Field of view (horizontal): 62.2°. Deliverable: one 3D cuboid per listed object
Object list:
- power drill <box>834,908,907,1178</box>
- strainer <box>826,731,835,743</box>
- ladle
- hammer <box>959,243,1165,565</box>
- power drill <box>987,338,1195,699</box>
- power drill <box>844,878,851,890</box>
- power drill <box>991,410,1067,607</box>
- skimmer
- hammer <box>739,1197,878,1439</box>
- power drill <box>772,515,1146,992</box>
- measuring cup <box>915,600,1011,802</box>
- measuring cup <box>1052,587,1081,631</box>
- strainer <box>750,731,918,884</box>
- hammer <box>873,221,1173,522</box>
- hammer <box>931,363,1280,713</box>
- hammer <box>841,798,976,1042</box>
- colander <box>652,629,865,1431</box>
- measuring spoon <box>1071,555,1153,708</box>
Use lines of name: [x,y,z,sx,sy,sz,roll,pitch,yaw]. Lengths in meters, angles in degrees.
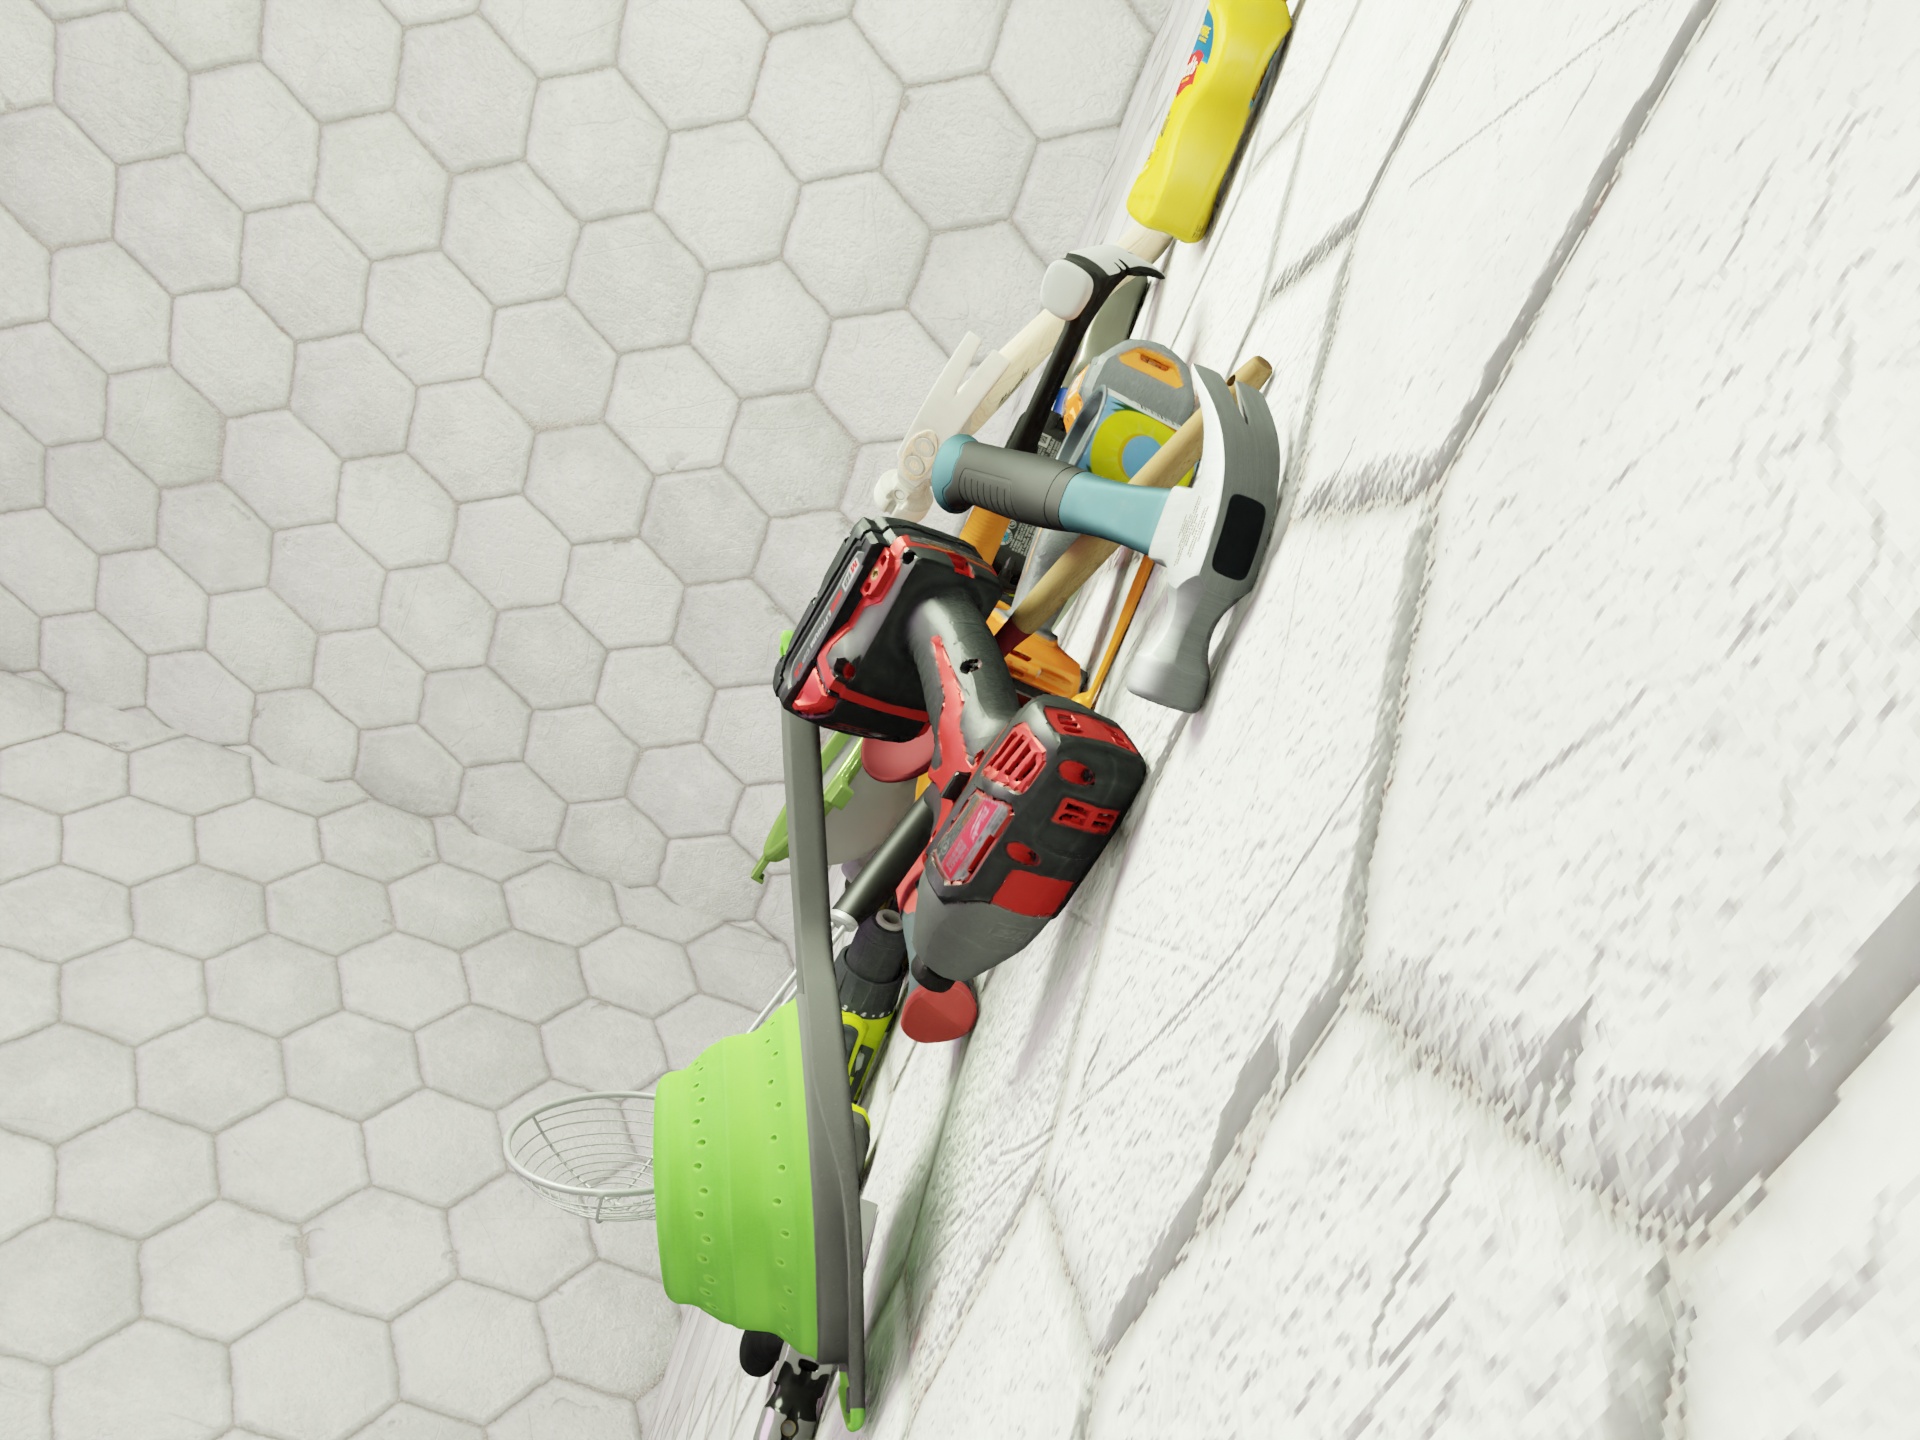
power drill: [-0.095,0.263,1.172,0.229,0.080,0.190,-73,5,-63]
strainer: [-0.012,-0.031,1.459,0.340,0.095,0.211,-50,-5,-49]
ladle: [0.045,-0.065,0.785,0.315,0.031,0.069,-46,37,37]
hammer: [0.028,-0.147,1.026,0.127,0.034,0.336,-36,-23,-56]
power drill: [0.059,-0.107,0.935,0.164,0.084,0.226,-105,39,-83]
power drill: [-0.075,0.109,1.609,0.226,0.080,0.188,167,123,-88]
power drill: [0.051,-0.151,1.232,0.223,0.080,0.171,122,172,-81]
skimmer: [-0.117,0.148,0.953,0.363,0.127,0.090,-51,-45,-28]
hammer: [-0.114,0.401,1.054,0.334,0.035,0.146,119,169,-65]
power drill: [-0.008,0.013,0.734,0.143,0.078,0.220,-59,37,22]
measuring cup: [-0.002,-0.004,1.136,0.052,0.095,0.174,82,-158,-65]
measuring cup: [0.033,-0.032,1.076,0.167,0.083,0.038,-54,-10,-1]
strainer: [-0.054,0.019,1.179,0.151,0.069,0.256,-43,14,48]
hammer: [0.072,-0.289,1.130,0.411,0.038,0.146,-52,-1,-44]
hammer: [0.049,-0.100,0.730,0.128,0.033,0.331,-70,22,6]
hammer: [-0.015,0.106,1.035,0.143,0.038,0.386,-48,11,5]
colander: [-0.110,0.149,0.810,0.204,0.094,0.397,119,147,-75]
measuring spoon: [0.080,-0.050,0.835,0.021,0.011,0.117,-86,18,-74]
